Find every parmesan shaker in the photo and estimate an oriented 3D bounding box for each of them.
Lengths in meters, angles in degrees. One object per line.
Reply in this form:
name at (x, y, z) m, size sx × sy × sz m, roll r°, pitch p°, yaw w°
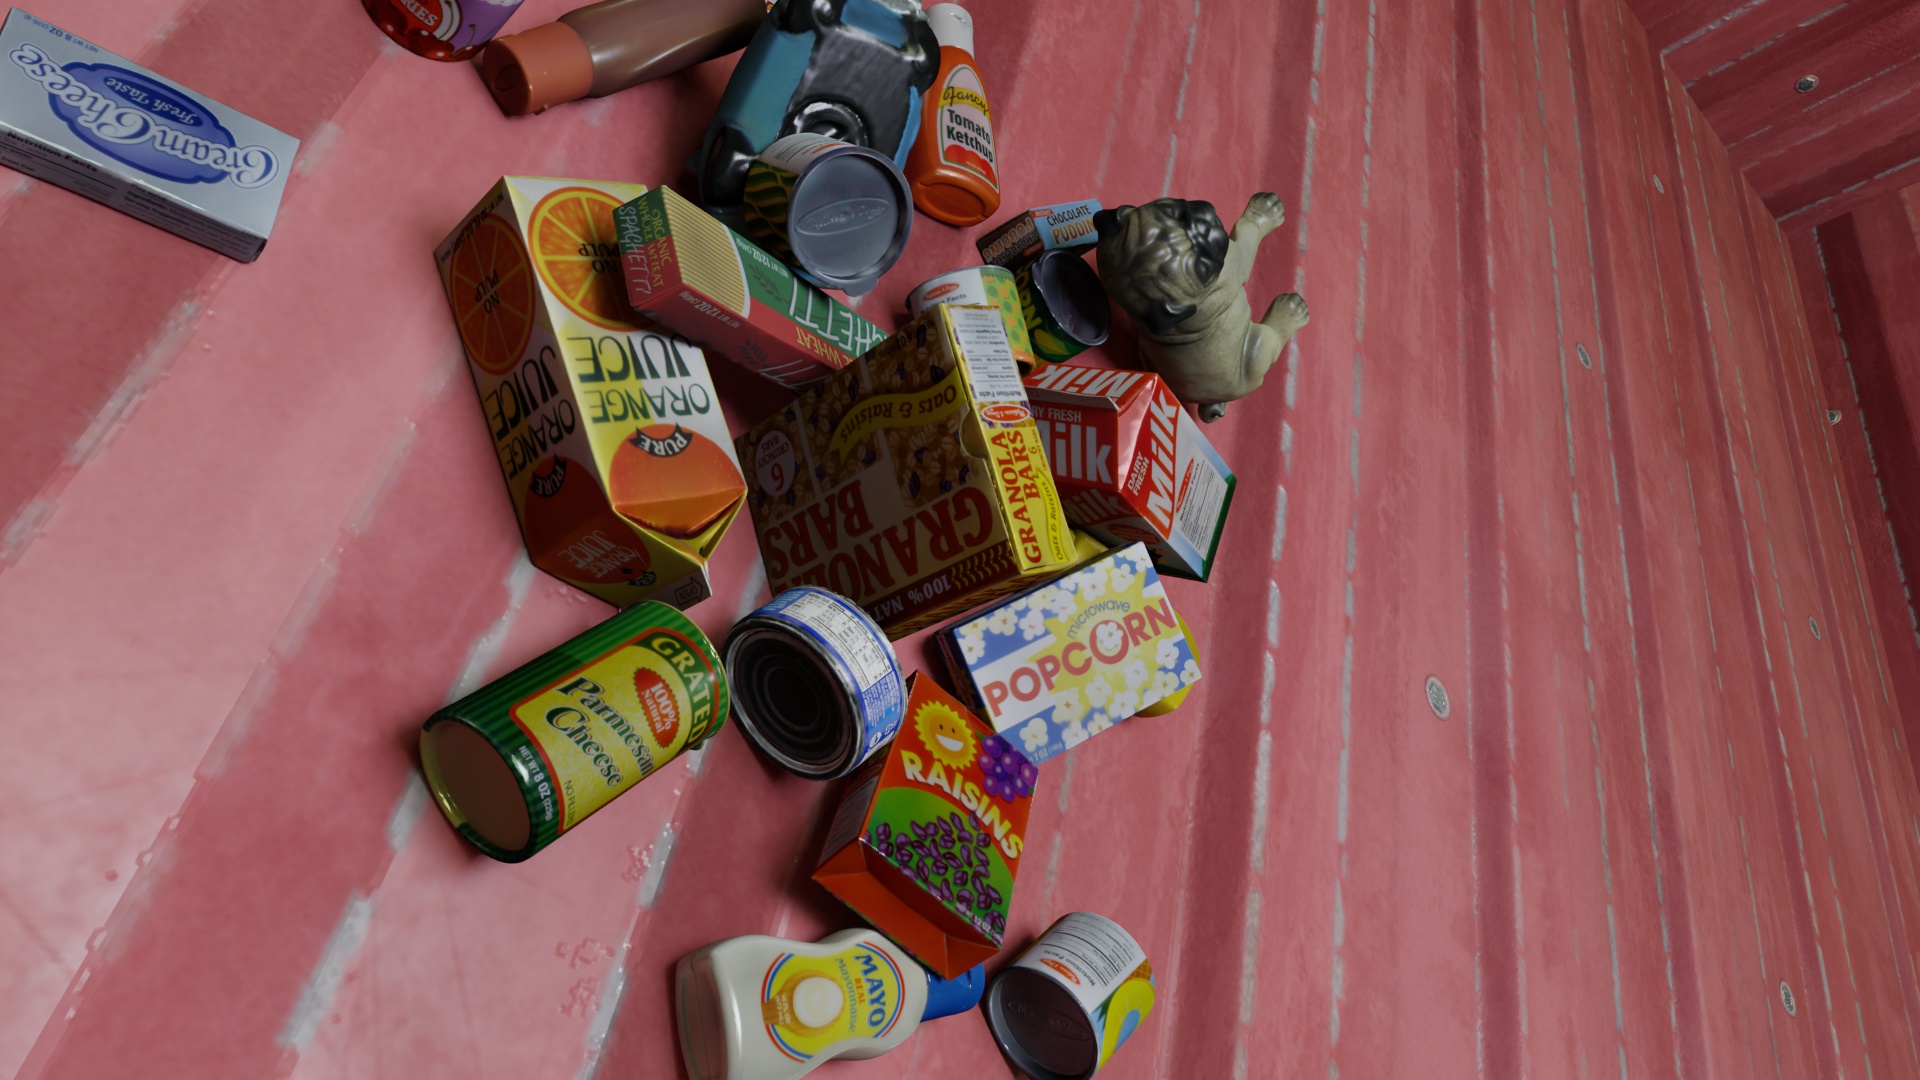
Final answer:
parmesan shaker at (-0.151, 0.077, 0.555) m, size 0.103 × 0.071 × 0.071 m, roll -34°, pitch 96°, yaw -48°

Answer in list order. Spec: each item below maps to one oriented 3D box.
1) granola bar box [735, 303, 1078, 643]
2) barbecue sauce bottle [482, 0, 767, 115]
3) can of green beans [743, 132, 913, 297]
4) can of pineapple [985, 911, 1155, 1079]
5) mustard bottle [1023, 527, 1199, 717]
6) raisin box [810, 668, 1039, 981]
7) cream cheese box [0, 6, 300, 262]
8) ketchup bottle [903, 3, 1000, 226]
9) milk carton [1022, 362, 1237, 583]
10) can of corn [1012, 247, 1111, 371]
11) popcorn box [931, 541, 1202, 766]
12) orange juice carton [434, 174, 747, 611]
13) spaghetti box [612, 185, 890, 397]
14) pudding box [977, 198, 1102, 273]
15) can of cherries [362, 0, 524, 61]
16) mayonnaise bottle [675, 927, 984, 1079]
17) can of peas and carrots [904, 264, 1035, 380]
granola bar box at (-0.033, -0.020, 0.648) m, size 0.039 × 0.165 × 0.124 m, roll -6°, pitch 76°, yaw -45°
barbecue sauce bottle at (-0.169, -0.253, 0.704) m, size 0.149 × 0.065 × 0.043 m, roll -38°, pitch 111°, yaw -39°
can of green beans at (-0.065, -0.162, 0.676) m, size 0.071 × 0.058 × 0.071 m, roll -13°, pitch 116°, yaw -27°
can of pineapple at (0.055, 0.229, 0.691) m, size 0.058 × 0.070 × 0.071 m, roll -25°, pitch 90°, yaw -49°
mustard bottle at (0.076, 0.034, 0.820) m, size 0.160 × 0.048 × 0.066 m, roll 47°, pitch 49°, yaw -17°
raisin box at (-0.013, 0.131, 0.659) m, size 0.086 × 0.040 × 0.124 m, roll 40°, pitch 30°, yaw -12°
cream cheese box at (-0.314, -0.152, 0.530) m, size 0.104 × 0.024 × 0.053 m, roll 22°, pitch 57°, yaw -37°
ketchup bottle at (-0.008, -0.277, 0.892) m, size 0.065 × 0.043 × 0.149 m, roll 19°, pitch 58°, yaw -39°
milk carton at (0.090, -0.045, 0.798) m, size 0.190 × 0.072 × 0.073 m, roll 38°, pitch 67°, yaw -55°
can of corn at (0.050, -0.143, 0.874) m, size 0.071 × 0.058 × 0.071 m, roll 22°, pitch 56°, yaw -38°
popcorn box at (0.058, 0.063, 0.757) m, size 0.127 × 0.038 × 0.085 m, roll -24°, pitch 90°, yaw -22°
orange juice carton at (-0.157, -0.056, 0.609) m, size 0.073 × 0.071 × 0.193 m, roll -12°, pitch 79°, yaw -47°
spaghetti box at (-0.078, -0.099, 0.677) m, size 0.250 × 0.028 × 0.050 m, roll 23°, pitch 49°, yaw -63°
pudding box at (0.057, -0.199, 0.916) m, size 0.084 × 0.049 × 0.030 m, roll -23°, pitch 90°, yaw -49°
can of cherries at (-0.236, -0.264, 0.640) m, size 0.071 × 0.058 × 0.072 m, roll 22°, pitch 56°, yaw -39°
mayonnaise bottle at (-0.053, 0.201, 0.611) m, size 0.148 × 0.041 × 0.065 m, roll 6°, pitch 64°, yaw -45°
can of peas and carrots at (0.007, -0.120, 0.814) m, size 0.071 × 0.070 × 0.059 m, roll -1°, pitch 72°, yaw -46°
